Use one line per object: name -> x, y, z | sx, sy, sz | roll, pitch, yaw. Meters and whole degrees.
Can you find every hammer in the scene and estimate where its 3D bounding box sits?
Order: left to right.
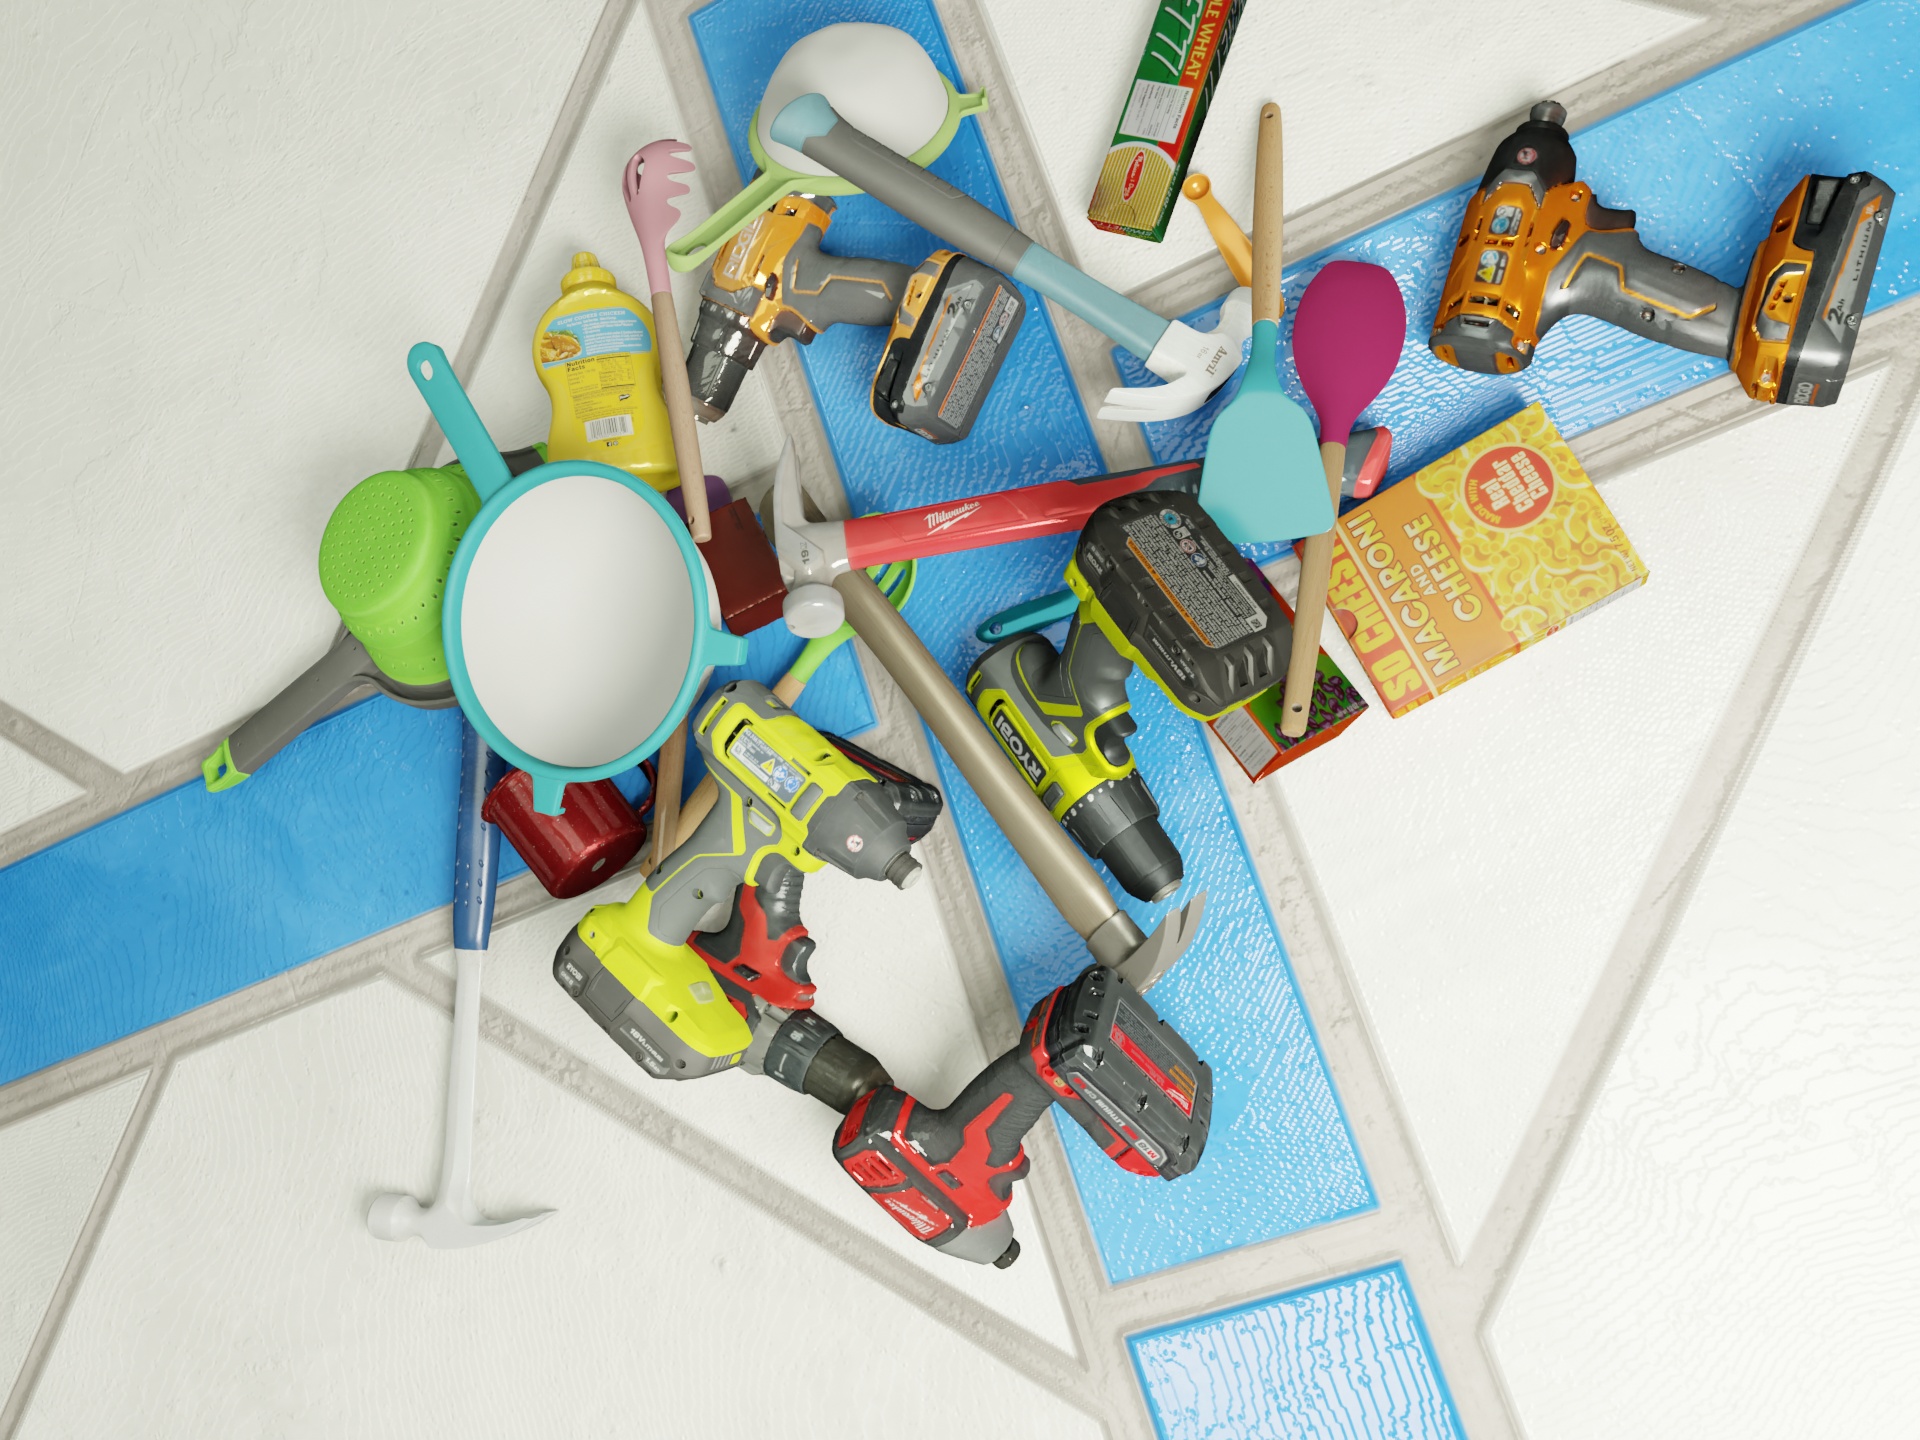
hammer -> -0.354, 0.179, 1.166 | 0.144, 0.035, 0.405 | 0, 84, 20
hammer -> -0.002, -0.003, 1.003 | 0.038, 0.146, 0.411 | -27, 70, -30
hammer -> 0.029, -0.301, 1.010 | 0.331, 0.033, 0.128 | 32, 67, 2
hammer -> 0.074, -0.149, 1.003 | 0.386, 0.038, 0.143 | -10, 59, 3

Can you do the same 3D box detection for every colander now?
colander -> -0.462, -0.071, 1.187 | 0.397, 0.094, 0.205 | -35, 62, 16

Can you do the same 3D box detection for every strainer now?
strainer -> -0.272, -0.118, 1.092 | 0.211, 0.095, 0.340 | -37, 75, 20
strainer -> -0.111, -0.398, 1.069 | 0.152, 0.069, 0.256 | 31, 64, 26

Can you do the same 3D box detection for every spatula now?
spatula -> -0.199, -0.025, 1.133 | 0.060, 0.018, 0.316 | 1, 78, 15
spatula -> 0.190, -0.257, 0.988 | 0.082, 0.044, 0.318 | -3, 63, 21

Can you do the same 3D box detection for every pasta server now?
pasta server -> -0.199, -0.272, 1.116 | 0.060, 0.040, 0.316 | -25, 70, 42

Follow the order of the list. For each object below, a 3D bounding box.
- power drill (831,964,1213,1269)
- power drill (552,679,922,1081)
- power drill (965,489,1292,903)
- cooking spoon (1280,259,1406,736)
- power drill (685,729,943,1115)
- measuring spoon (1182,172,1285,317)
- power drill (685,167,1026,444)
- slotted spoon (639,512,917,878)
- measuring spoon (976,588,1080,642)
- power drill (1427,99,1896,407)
power drill -> 0.039, 0.253, 0.962 | 0.219, 0.079, 0.143 | -37, 104, 30
power drill -> -0.139, 0.110, 1.000 | 0.171, 0.080, 0.223 | 40, 100, 18
power drill -> 0.101, -0.008, 0.948 | 0.080, 0.228, 0.191 | -24, 70, -31
cooking spoon -> 0.220, -0.141, 0.950 | 0.069, 0.017, 0.319 | 10, 72, 7
power drill -> -0.094, 0.136, 1.058 | 0.188, 0.080, 0.226 | 27, 96, 20
measuring spoon -> 0.181, -0.311, 1.048 | 0.021, 0.011, 0.117 | -32, 78, 13
power drill -> -0.090, -0.265, 1.103 | 0.226, 0.084, 0.185 | 29, 96, 24
slotted spoon -> -0.131, -0.011, 1.114 | 0.070, 0.031, 0.313 | 41, 100, 19
measuring spoon -> 0.067, -0.079, 1.052 | 0.128, 0.021, 0.042 | -20, 77, 15
power drill -> 0.405, -0.274, 0.926 | 0.226, 0.084, 0.164 | 15, 88, 24
